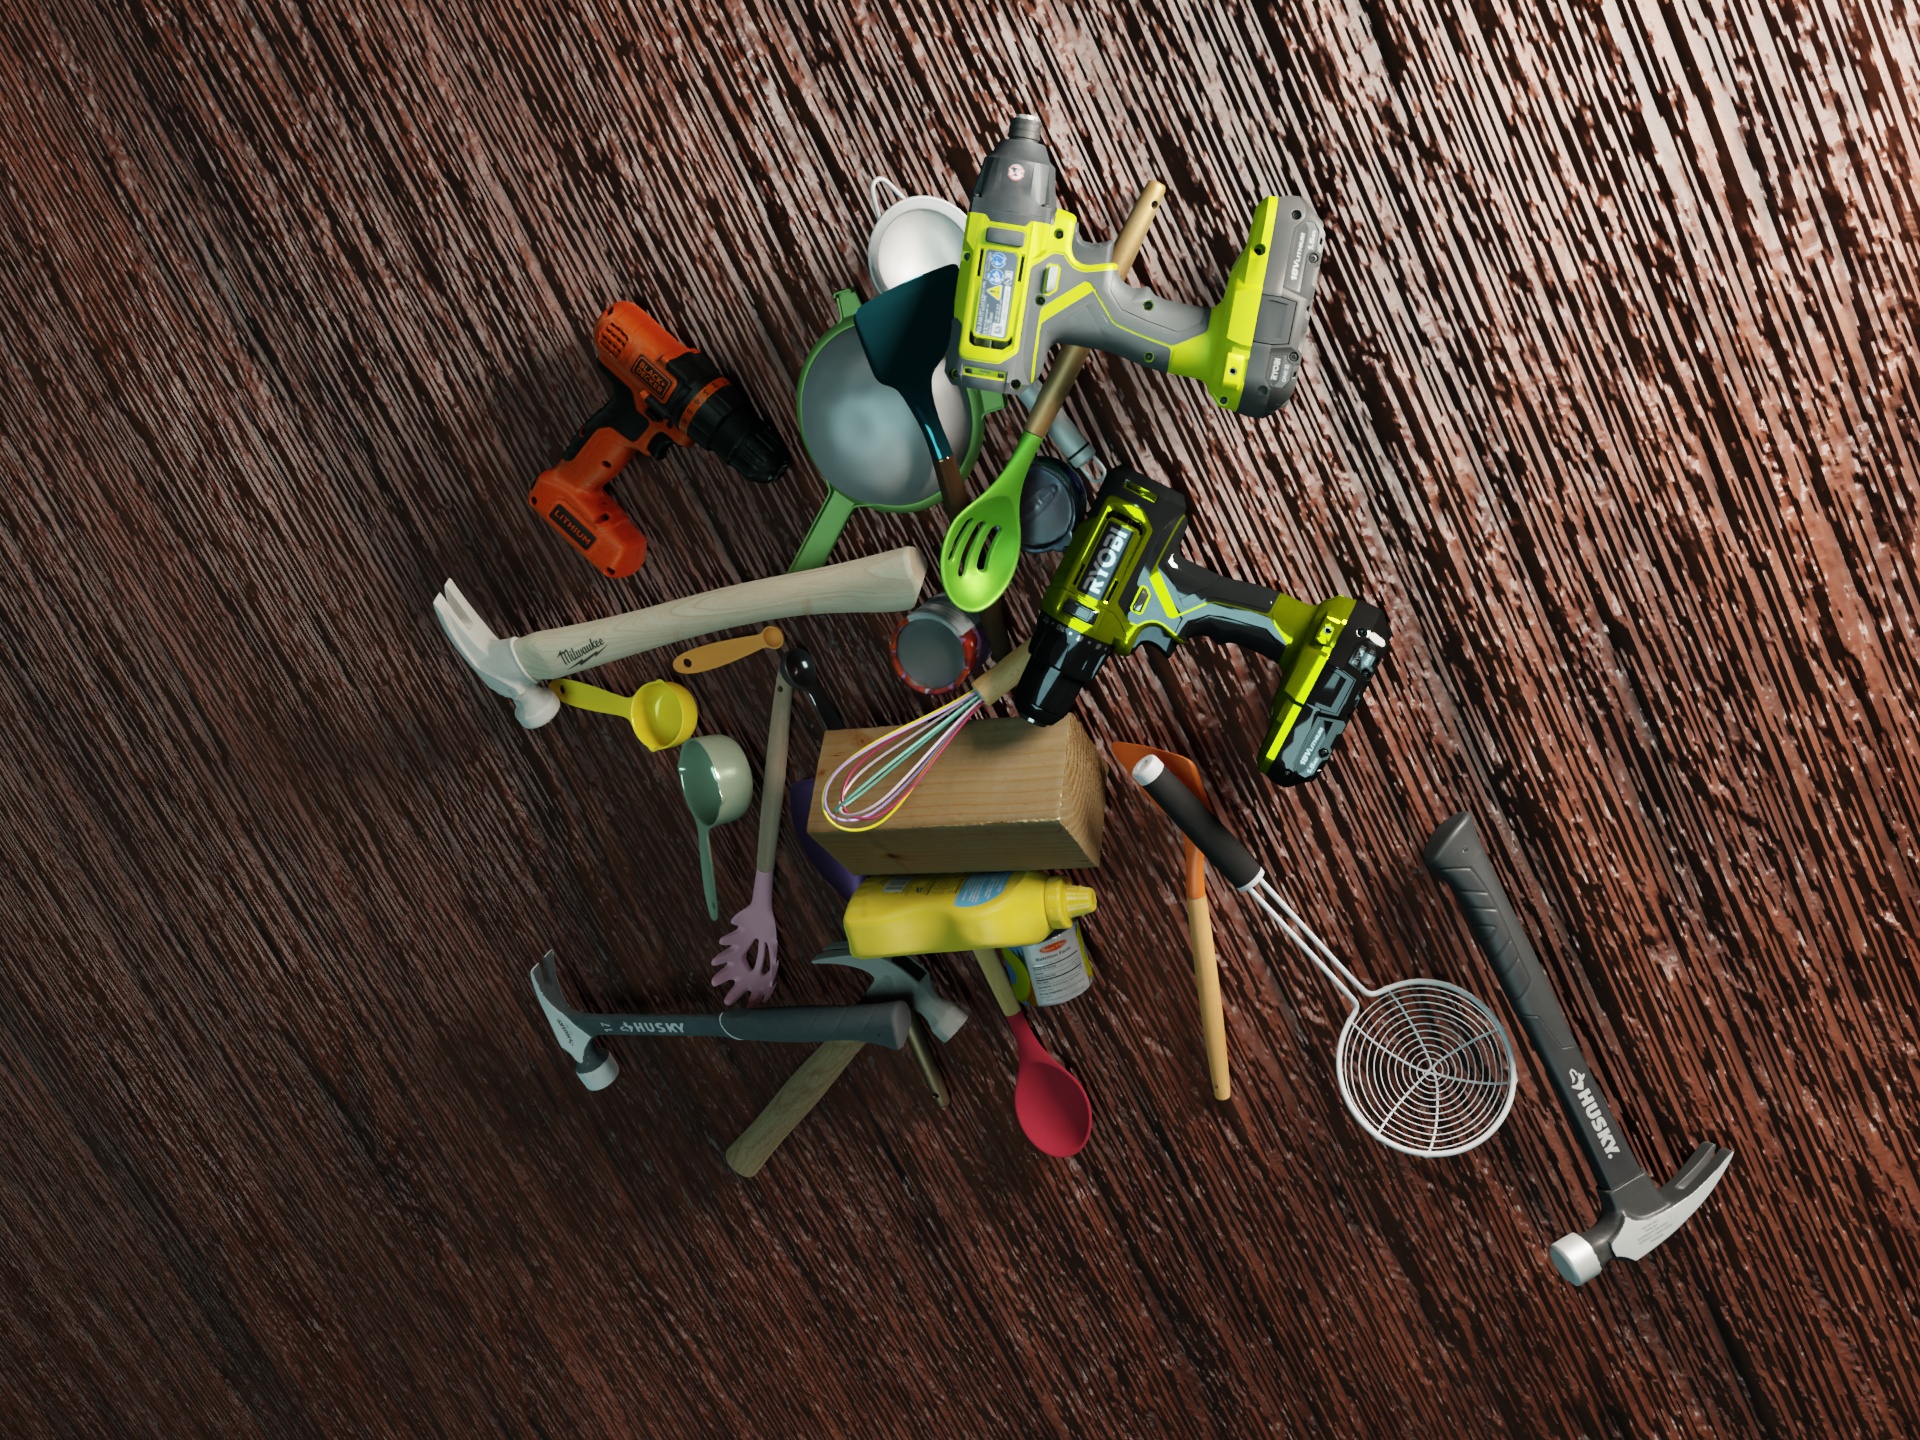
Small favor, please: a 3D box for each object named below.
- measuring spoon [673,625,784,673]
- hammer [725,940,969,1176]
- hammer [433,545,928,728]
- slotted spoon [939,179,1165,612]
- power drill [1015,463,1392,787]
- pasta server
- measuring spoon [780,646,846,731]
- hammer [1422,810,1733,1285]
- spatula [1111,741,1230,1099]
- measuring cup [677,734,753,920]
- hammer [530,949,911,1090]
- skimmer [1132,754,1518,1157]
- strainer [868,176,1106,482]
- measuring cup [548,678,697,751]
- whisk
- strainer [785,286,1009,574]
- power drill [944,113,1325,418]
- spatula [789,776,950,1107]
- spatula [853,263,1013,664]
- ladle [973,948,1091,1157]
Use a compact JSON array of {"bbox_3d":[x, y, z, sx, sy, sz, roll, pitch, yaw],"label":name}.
[{"bbox_3d":[-0.190,-0.058,1.308,0.117,0.011,0.021,-14,106,30],"label":"measuring spoon"},{"bbox_3d":[-0.126,0.308,1.406,0.130,0.031,0.331,43,125,6],"label":"hammer"},{"bbox_3d":[-0.219,-0.086,1.246,0.410,0.038,0.146,-11,131,24],"label":"hammer"},{"bbox_3d":[0.063,-0.219,1.089,0.031,0.070,0.313,42,111,45],"label":"slotted spoon"},{"bbox_3d":[0.162,-0.047,1.108,0.228,0.080,0.190,28,101,10],"label":"power drill"},{"bbox_3d":[-0.166,0.105,1.348,0.060,0.040,0.316,17,115,18],"label":"pasta server"},{"bbox_3d":[-0.113,-0.002,1.288,0.018,0.034,0.124,-16,109,37],"label":"measuring spoon"},{"bbox_3d":[0.423,0.219,1.132,0.146,0.035,0.335,-27,91,-9],"label":"hammer"},{"bbox_3d":[0.178,0.160,1.228,0.081,0.041,0.322,13,121,47],"label":"spatula"},{"bbox_3d":[-0.201,0.090,1.341,0.083,0.038,0.167,27,125,50],"label":"measuring cup"},{"bbox_3d":[-0.214,0.261,1.388,0.409,0.036,0.149,-8,119,33],"label":"hammer"},{"bbox_3d":[0.254,0.164,1.141,0.127,0.090,0.363,-42,105,7],"label":"skimmer"},{"bbox_3d":[0.017,-0.267,1.115,0.087,0.050,0.258,-42,97,-14],"label":"strainer"},{"bbox_3d":[-0.288,-0.015,1.359,0.157,0.029,0.062,14,101,31],"label":"measuring cup"},{"bbox_3d":[-0.001,-0.002,1.171,0.245,0.051,0.047,-39,74,-4],"label":"whisk"},{"bbox_3d":[-0.087,-0.178,1.179,0.151,0.069,0.256,35,118,5],"label":"strainer"},{"bbox_3d":[0.110,-0.285,1.016,0.223,0.080,0.171,10,104,4],"label":"power drill"},{"bbox_3d":[-0.073,0.192,1.357,0.060,0.018,0.315,-15,104,32],"label":"spatula"},{"bbox_3d":[-0.002,-0.160,1.122,0.044,0.082,0.317,33,148,54],"label":"spatula"},{"bbox_3d":[0.032,0.220,1.322,0.069,0.031,0.315,-19,101,25],"label":"ladle"}]
